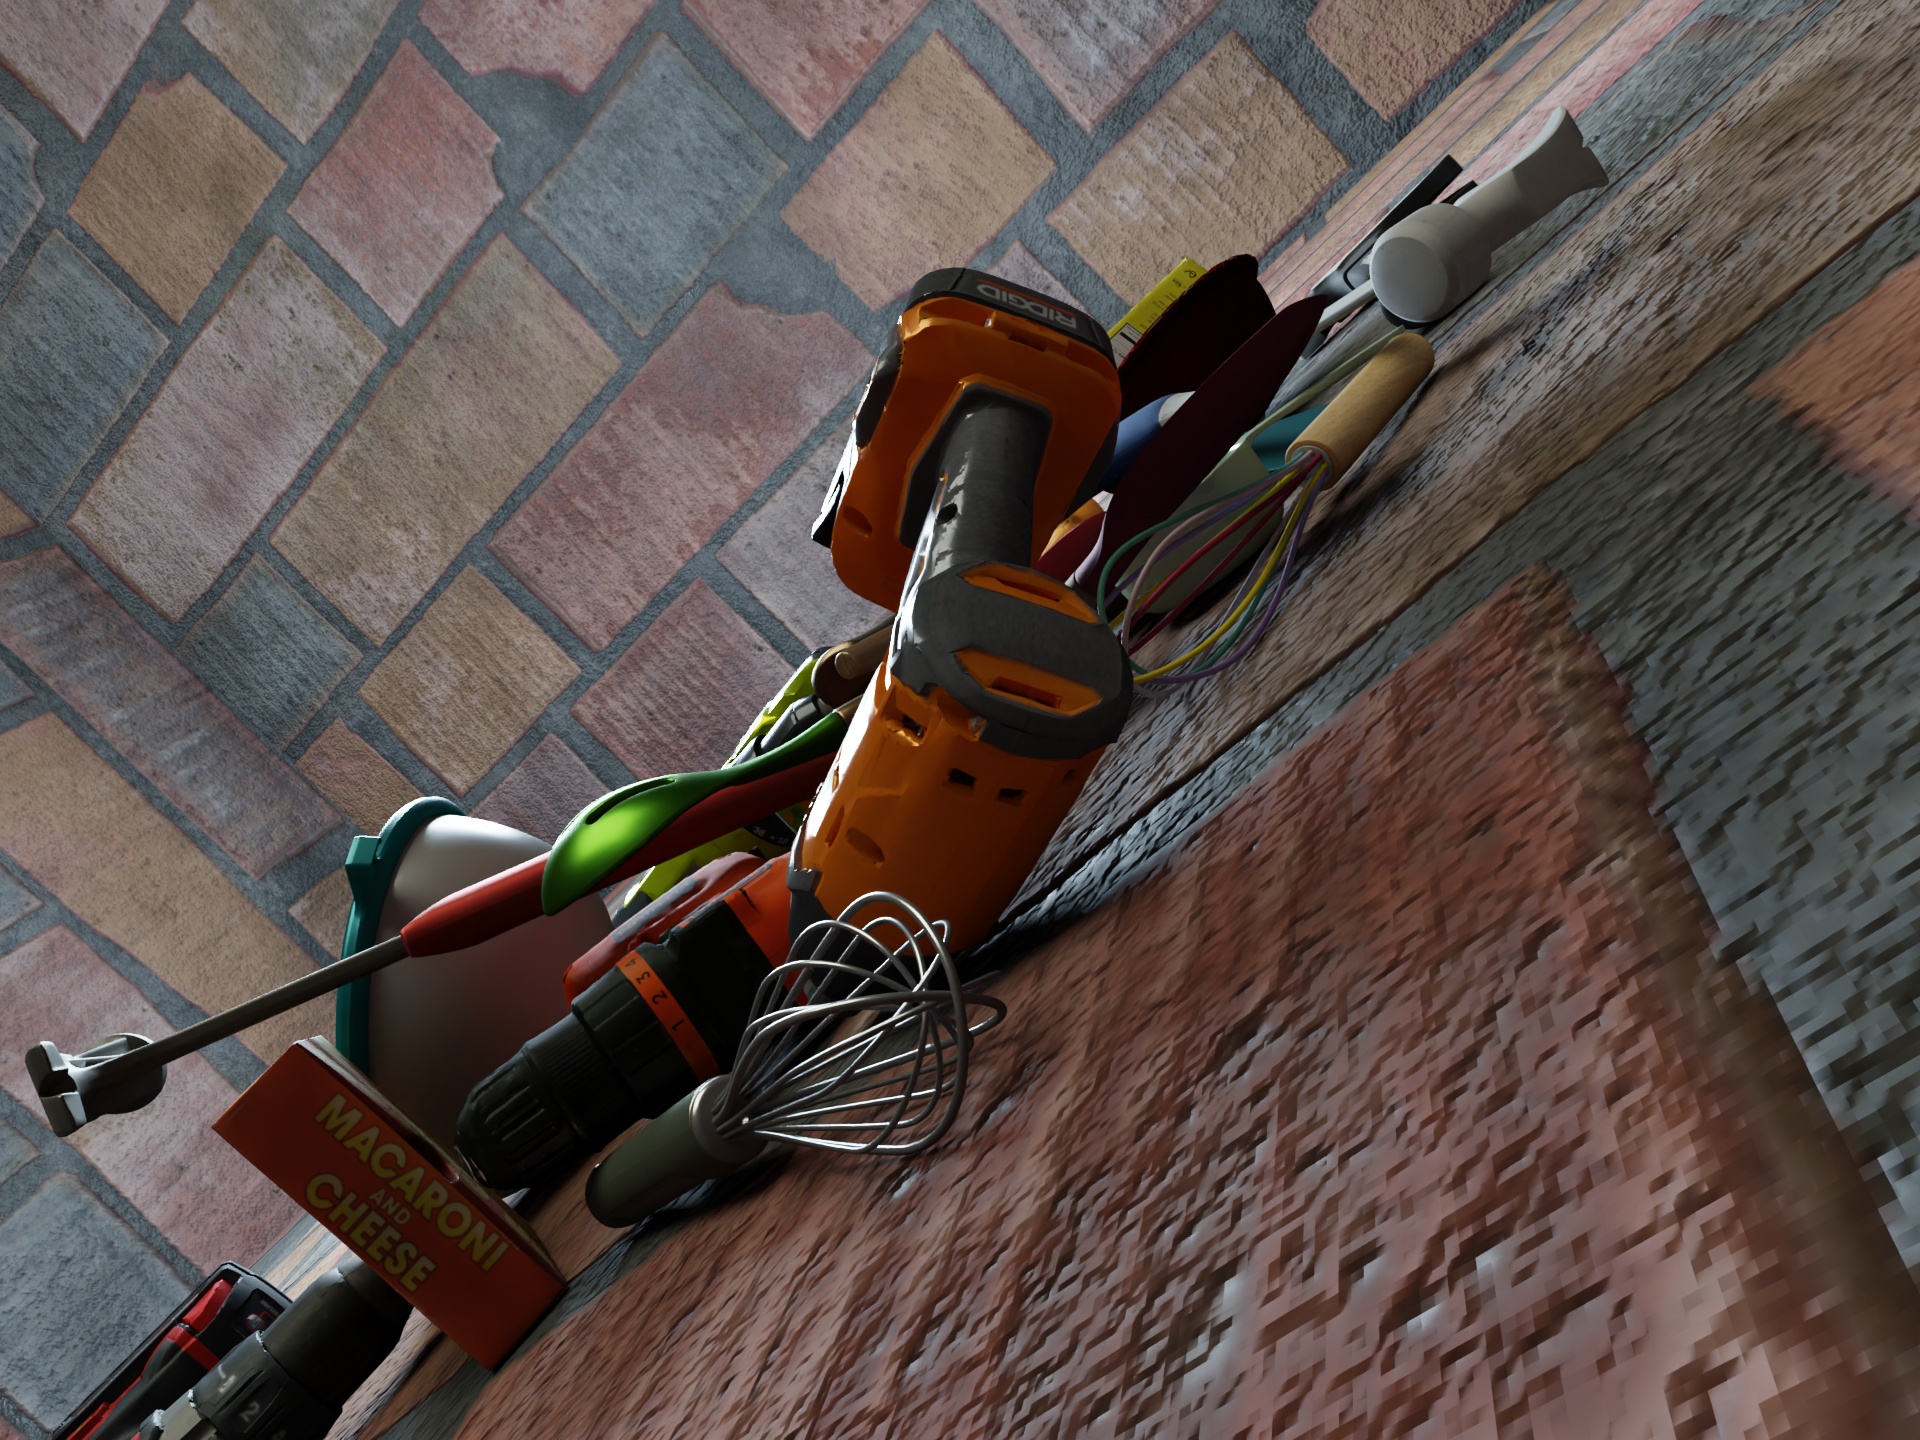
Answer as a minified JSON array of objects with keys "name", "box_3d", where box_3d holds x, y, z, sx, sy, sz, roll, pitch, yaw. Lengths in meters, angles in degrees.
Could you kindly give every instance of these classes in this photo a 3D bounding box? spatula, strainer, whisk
[{"name":"spatula","box_3d":[0.067,-0.056,0.784,0.317,0.044,0.082,-45,5,38]},{"name":"strainer","box_3d":[-0.214,0.138,0.841,0.095,0.211,0.340,-2,3,3]},{"name":"spatula","box_3d":[0.040,-0.073,0.794,0.059,0.018,0.316,-40,-6,40]},{"name":"whisk","box_3d":[0.112,-0.081,0.565,0.245,0.051,0.047,-45,0,-39]},{"name":"whisk","box_3d":[-0.059,0.107,0.432,0.057,0.059,0.246,-5,-23,-32]}]

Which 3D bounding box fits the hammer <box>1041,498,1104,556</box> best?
[{"name":"hammer","box_3d":[0.052,-0.091,1.053,0.127,0.034,0.337,-42,7,29]}]

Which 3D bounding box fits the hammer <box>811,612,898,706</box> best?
[{"name":"hammer","box_3d":[-0.026,-0.054,0.912,0.130,0.031,0.331,-43,1,14]}]

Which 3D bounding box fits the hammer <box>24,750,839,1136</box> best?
[{"name":"hammer","box_3d":[-0.177,0.069,0.643,0.359,0.037,0.149,-24,-1,-25]}]

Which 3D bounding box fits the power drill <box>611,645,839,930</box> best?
[{"name":"power drill","box_3d":[-0.106,0.037,0.949,0.190,0.080,0.228,-51,3,21]}]

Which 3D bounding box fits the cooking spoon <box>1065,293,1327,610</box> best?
[{"name":"cooking spoon","box_3d":[0.037,-0.035,0.602,0.069,0.017,0.318,-29,-18,-48]}]

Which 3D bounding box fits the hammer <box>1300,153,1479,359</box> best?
[{"name":"hammer","box_3d":[0.241,-0.249,0.868,0.146,0.035,0.335,-43,6,17]}]

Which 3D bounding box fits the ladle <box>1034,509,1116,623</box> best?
[{"name":"ladle","box_3d":[-0.001,-0.003,0.794,0.069,0.031,0.315,-3,-27,-36]}]

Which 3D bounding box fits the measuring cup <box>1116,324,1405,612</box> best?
[{"name":"measuring cup","box_3d":[0.128,-0.101,0.643,0.167,0.038,0.083,-38,5,-13]}]

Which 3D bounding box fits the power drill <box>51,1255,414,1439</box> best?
[{"name":"power drill","box_3d":[-0.321,0.301,0.693,0.188,0.080,0.227,-47,9,-21]}]

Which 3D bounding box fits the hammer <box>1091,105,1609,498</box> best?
[{"name":"hammer","box_3d":[0.109,-0.144,0.715,0.144,0.035,0.405,-38,7,-30]}]

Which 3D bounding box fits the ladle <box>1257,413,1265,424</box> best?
[{"name":"ladle","box_3d":[0.093,-0.181,1.080,0.078,0.062,0.320,-18,4,-30]}]

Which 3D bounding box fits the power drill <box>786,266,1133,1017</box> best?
[{"name":"power drill","box_3d":[-0.008,-0.024,0.503,0.227,0.084,0.164,-86,18,-47]}]

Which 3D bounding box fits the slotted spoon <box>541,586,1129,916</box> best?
[{"name":"slotted spoon","box_3d":[-0.026,-0.008,0.635,0.314,0.031,0.070,-27,5,-22]}]
